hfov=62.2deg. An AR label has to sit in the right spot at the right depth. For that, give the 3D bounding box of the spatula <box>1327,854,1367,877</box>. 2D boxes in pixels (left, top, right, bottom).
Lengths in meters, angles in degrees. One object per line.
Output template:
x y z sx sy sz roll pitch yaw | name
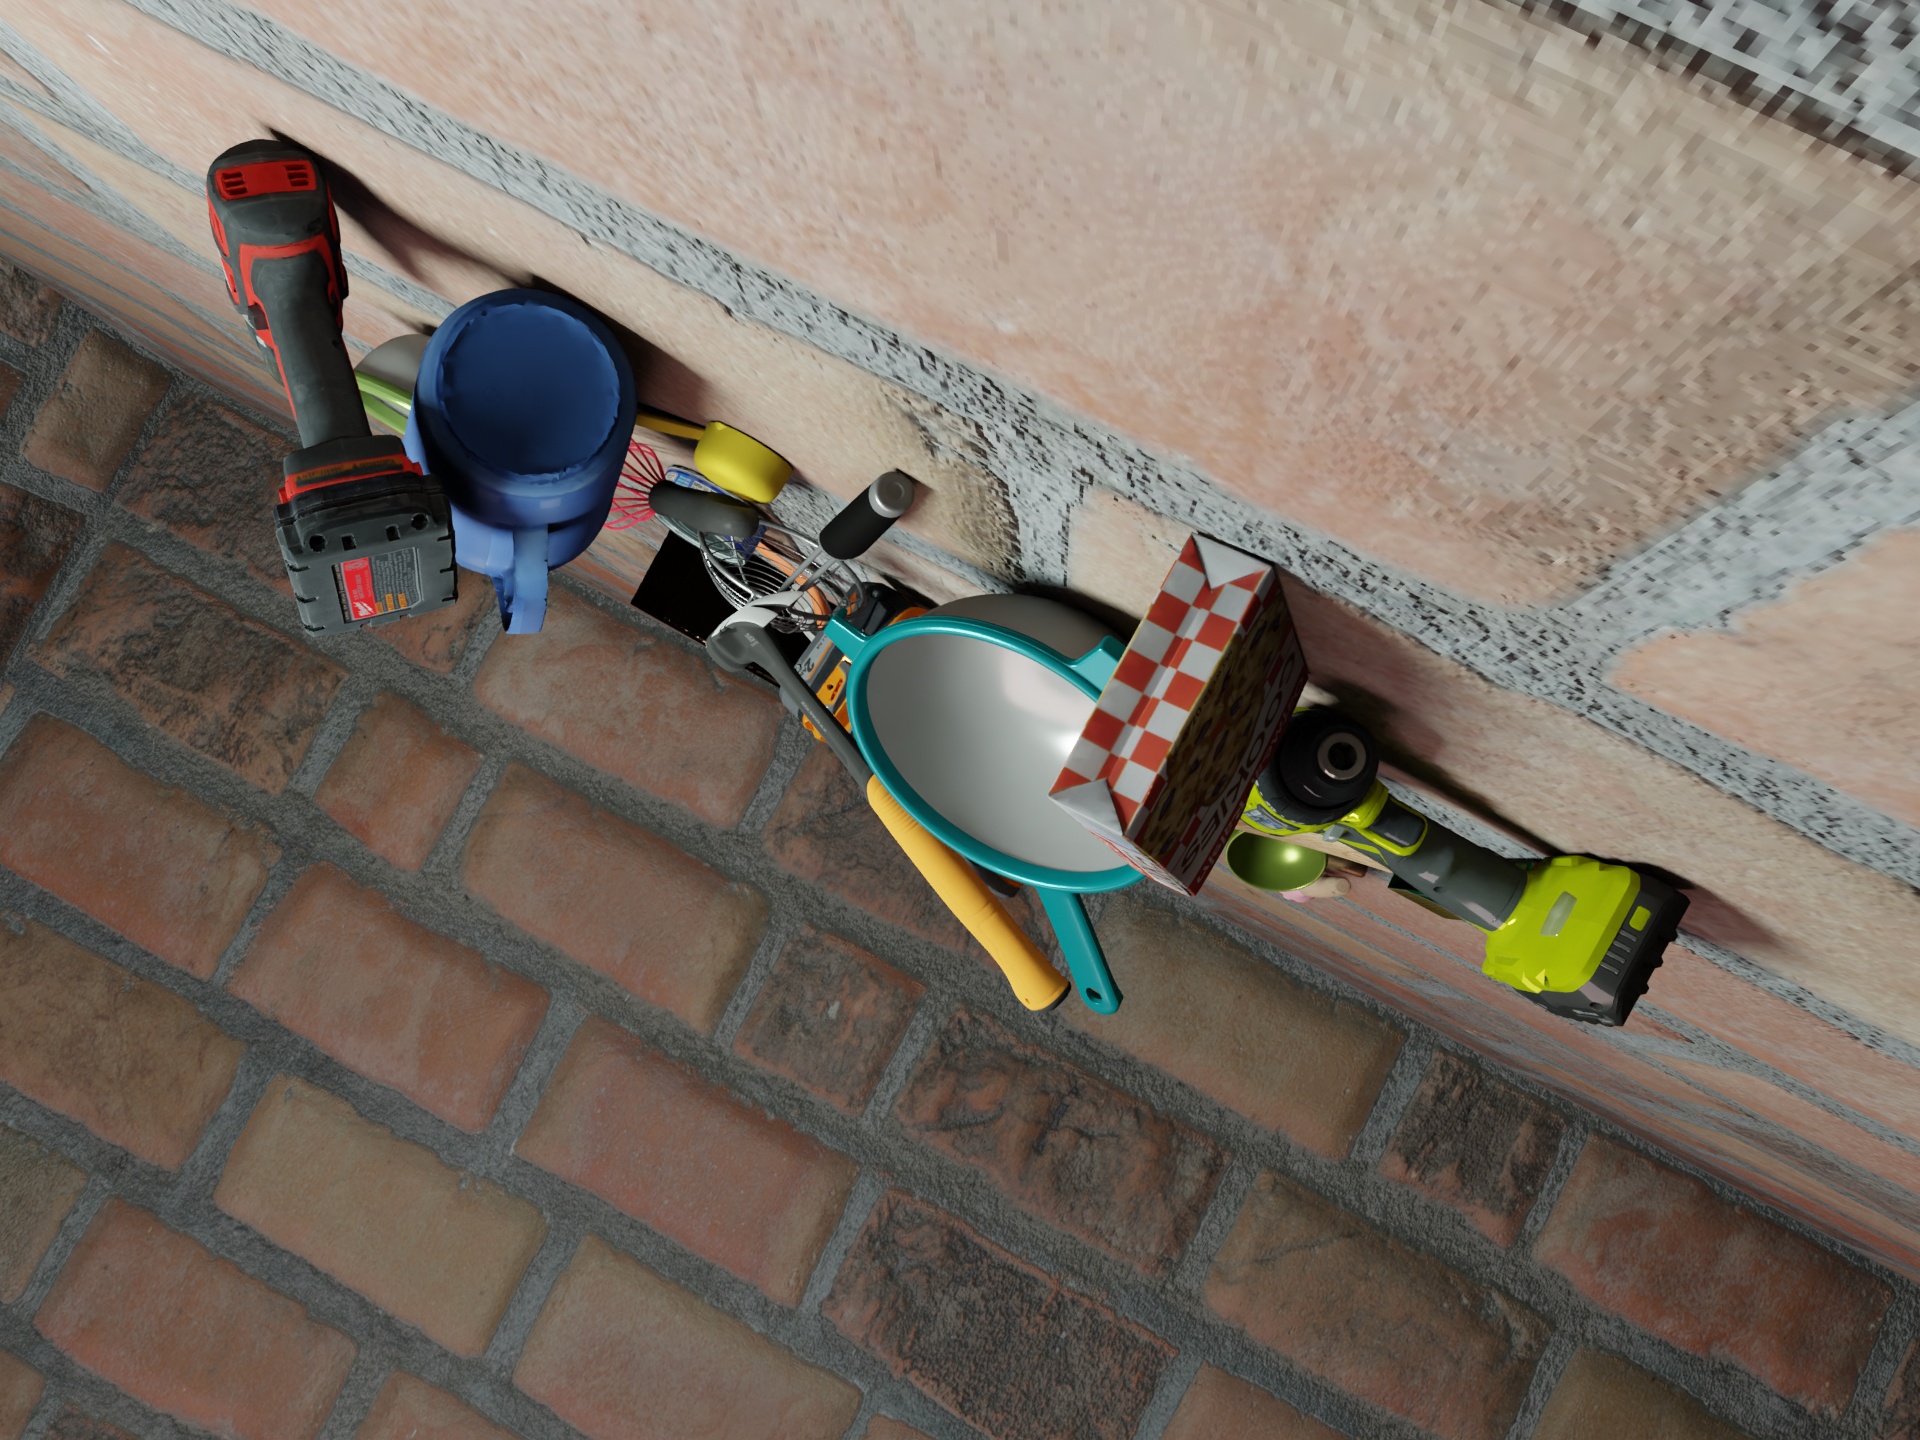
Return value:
0.195 0.059 1.348 0.317 0.044 0.082 22 173 16 | spatula

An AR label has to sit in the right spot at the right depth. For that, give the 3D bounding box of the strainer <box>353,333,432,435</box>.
-0.344 -0.217 1.185 0.151 0.069 0.256 23 174 26 | strainer

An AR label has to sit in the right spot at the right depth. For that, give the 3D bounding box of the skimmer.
-0.082 -0.120 0.976 0.127 0.090 0.363 23 166 -14 | skimmer

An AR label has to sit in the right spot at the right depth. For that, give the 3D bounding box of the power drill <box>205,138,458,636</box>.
-0.336 -0.162 0.842 0.227 0.080 0.188 69 159 13 | power drill

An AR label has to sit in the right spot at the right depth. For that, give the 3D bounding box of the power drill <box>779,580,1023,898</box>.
-0.002 -0.004 1.134 0.227 0.164 0.084 38 -174 23 | power drill

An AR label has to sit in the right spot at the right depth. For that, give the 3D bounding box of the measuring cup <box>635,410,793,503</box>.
-0.167 -0.164 0.969 0.157 0.029 0.062 21 172 37 | measuring cup

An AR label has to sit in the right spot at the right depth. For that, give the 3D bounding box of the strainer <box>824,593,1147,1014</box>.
0.064 0.044 0.974 0.211 0.095 0.340 8 137 32 | strainer

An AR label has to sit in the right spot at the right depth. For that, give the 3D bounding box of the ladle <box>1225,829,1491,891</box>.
0.277 0.099 1.122 0.078 0.062 0.320 29 172 -11 | ladle

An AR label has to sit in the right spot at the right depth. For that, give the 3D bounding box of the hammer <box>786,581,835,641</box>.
-0.001 0.000 1.321 0.335 0.035 0.146 34 171 24 | hammer

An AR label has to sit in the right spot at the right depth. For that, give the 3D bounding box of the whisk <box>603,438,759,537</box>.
-0.203 -0.149 1.052 0.073 0.073 0.296 32 176 -35 | whisk

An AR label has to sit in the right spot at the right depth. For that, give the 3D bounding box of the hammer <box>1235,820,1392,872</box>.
0.148 0.050 1.103 0.331 0.130 0.031 15 -176 34 | hammer

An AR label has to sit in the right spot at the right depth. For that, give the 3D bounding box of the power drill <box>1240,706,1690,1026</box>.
0.248 0.067 0.828 0.228 0.080 0.190 30 175 4 | power drill

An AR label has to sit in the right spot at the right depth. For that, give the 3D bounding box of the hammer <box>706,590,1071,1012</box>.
-0.036 0.059 1.037 0.336 0.034 0.127 51 157 -10 | hammer

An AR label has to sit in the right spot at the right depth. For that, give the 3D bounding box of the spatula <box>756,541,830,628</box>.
-0.097 -0.030 1.243 0.323 0.041 0.081 64 -172 20 | spatula

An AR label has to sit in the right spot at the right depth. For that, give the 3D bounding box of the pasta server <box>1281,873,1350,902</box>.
0.306 0.137 1.370 0.060 0.040 0.316 28 176 6 | pasta server
